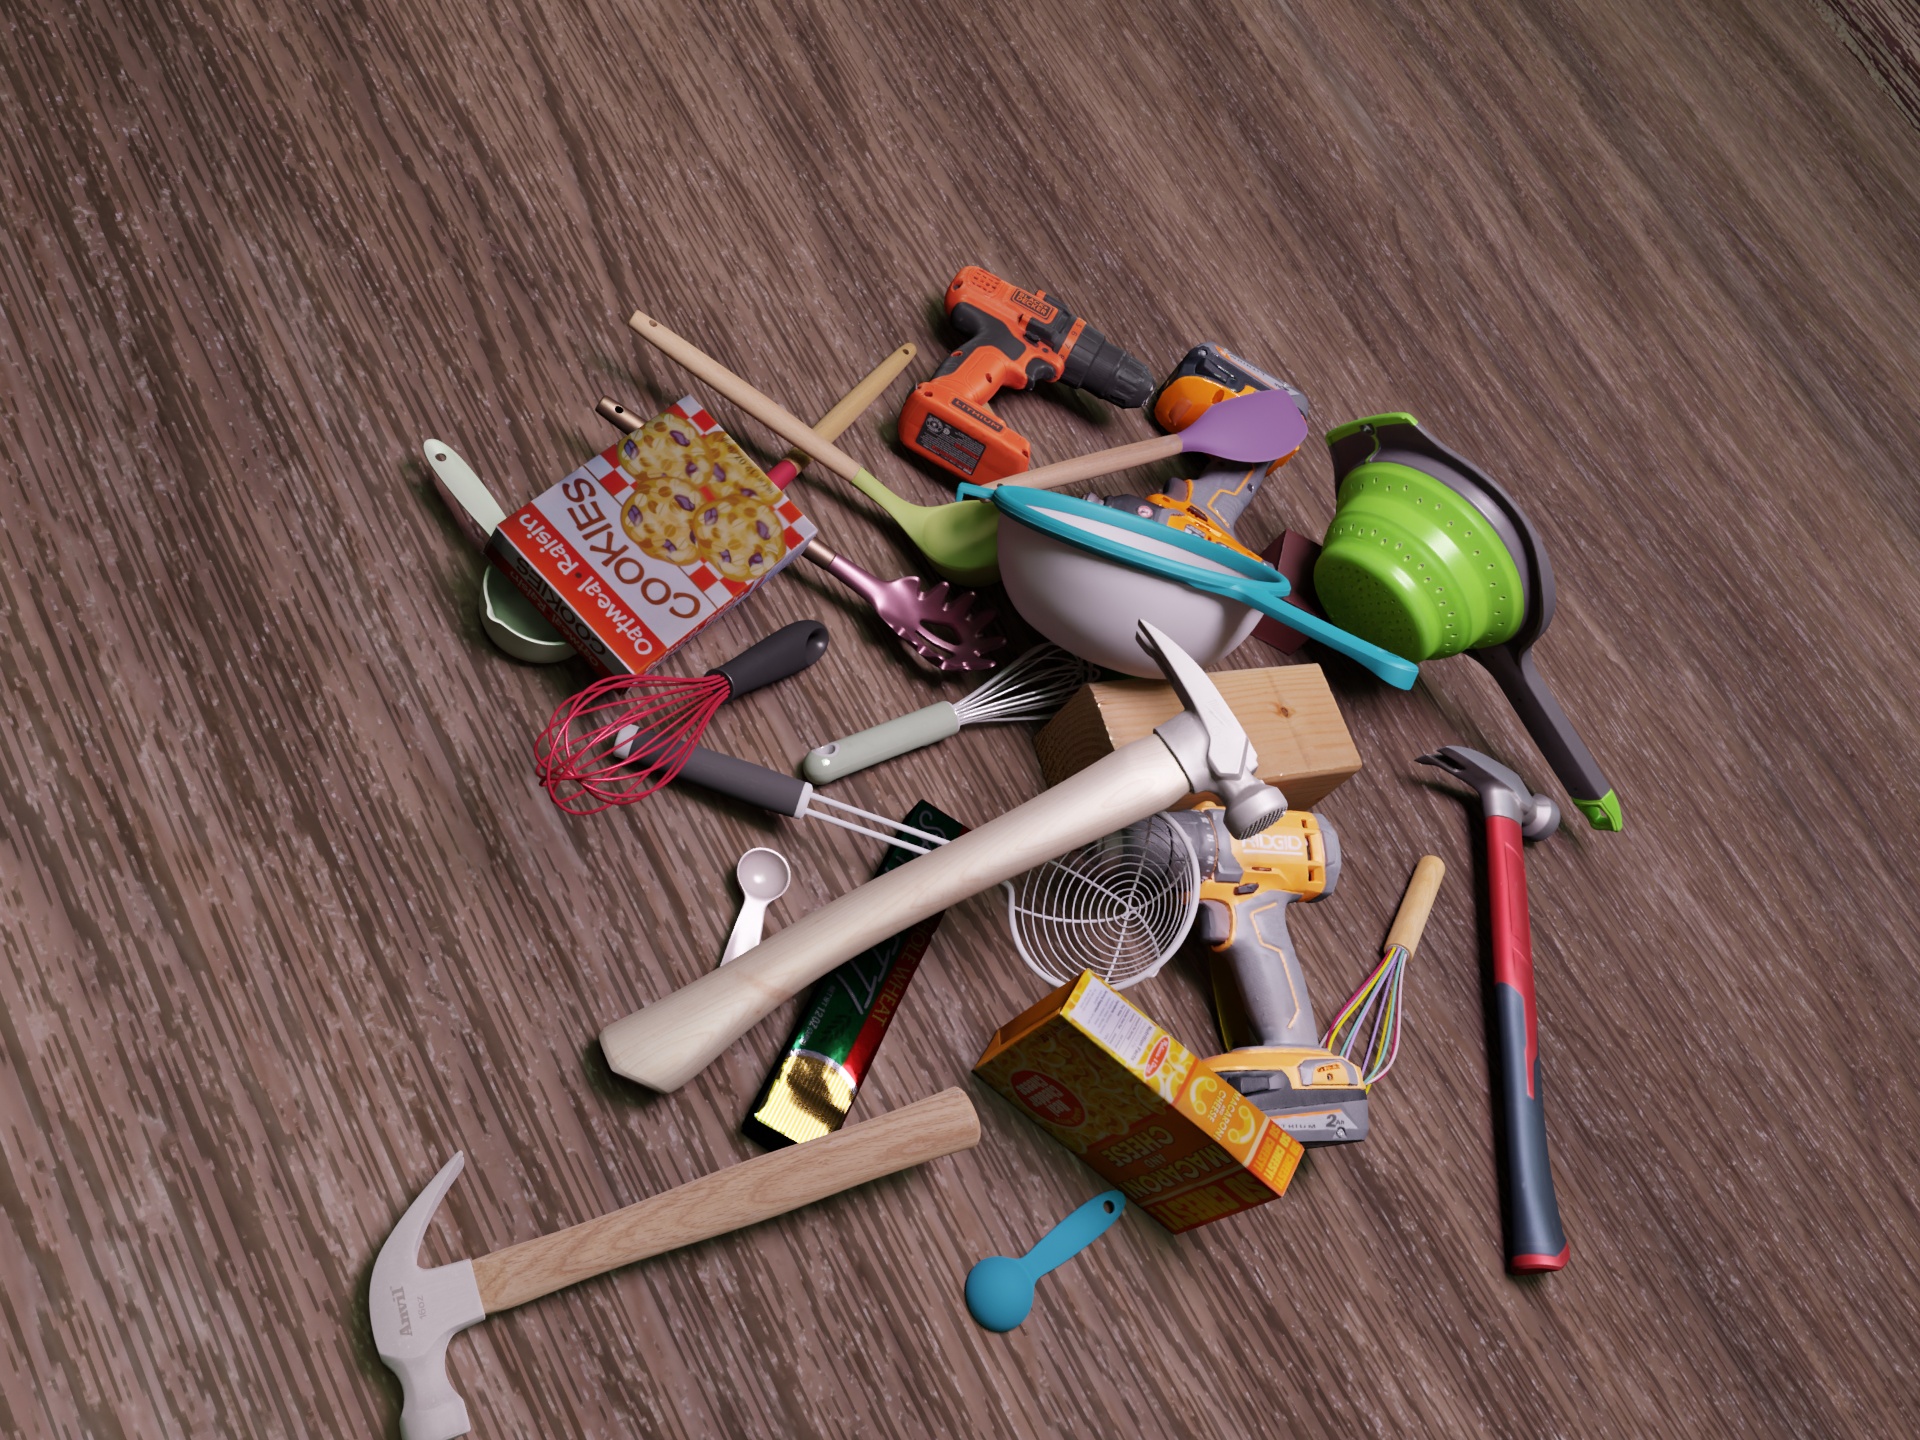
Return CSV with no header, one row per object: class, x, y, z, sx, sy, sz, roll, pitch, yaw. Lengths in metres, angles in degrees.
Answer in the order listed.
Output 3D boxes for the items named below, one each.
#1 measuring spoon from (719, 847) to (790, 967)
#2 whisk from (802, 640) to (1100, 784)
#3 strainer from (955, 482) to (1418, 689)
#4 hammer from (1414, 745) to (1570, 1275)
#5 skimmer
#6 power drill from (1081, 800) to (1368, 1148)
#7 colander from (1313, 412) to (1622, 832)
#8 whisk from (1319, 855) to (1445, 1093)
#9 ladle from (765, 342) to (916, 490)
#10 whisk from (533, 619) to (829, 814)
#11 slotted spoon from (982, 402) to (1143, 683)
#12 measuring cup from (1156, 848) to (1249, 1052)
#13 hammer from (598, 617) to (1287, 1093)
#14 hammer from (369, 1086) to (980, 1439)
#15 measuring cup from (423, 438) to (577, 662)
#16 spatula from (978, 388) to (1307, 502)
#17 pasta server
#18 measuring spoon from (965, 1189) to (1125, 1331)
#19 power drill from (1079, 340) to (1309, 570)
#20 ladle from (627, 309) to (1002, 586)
measuring spoon,-0.133,0.136,0.964,0.034,0.018,0.124,22,61,-15
whisk,-0.002,-0.003,1.094,0.246,0.059,0.058,-21,30,-31
strainer,0.148,-0.060,1.042,0.210,0.095,0.341,5,20,-41
hammer,0.398,0.204,1.169,0.143,0.038,0.387,26,54,-29
skimmer,-0.037,0.063,0.968,0.363,0.090,0.127,19,76,-3
power drill,0.172,0.163,1.042,0.185,0.084,0.226,6,69,-24
colander,0.385,-0.046,1.227,0.094,0.204,0.397,-41,104,-16
whisk,0.309,0.180,1.148,0.047,0.051,0.245,35,49,2
ladle,-0.112,-0.199,1.159,0.069,0.031,0.315,42,50,-6
whisk,-0.158,-0.014,0.965,0.073,0.073,0.296,47,31,4
slotted spoon,0.061,-0.153,1.222,0.070,0.031,0.314,-16,69,-31
measuring cup,0.172,0.163,1.103,0.062,0.029,0.157,-4,76,-27
hammer,-0.021,0.087,0.924,0.410,0.038,0.146,-27,70,-9
hammer,-0.143,0.259,0.847,0.331,0.031,0.130,-14,68,-24
measuring cup,-0.291,-0.106,1.006,0.083,0.038,0.168,-32,78,-37
spatula,0.146,-0.204,1.212,0.316,0.018,0.060,-18,77,-29
pasta server,-0.108,-0.127,1.079,0.316,0.040,0.060,34,60,-13
measuring spoon,0.057,0.316,0.949,0.128,0.021,0.042,-27,77,-35
power drill,0.188,-0.196,1.281,0.164,0.084,0.227,27,57,-9
ladle,-0.090,-0.196,1.121,0.320,0.062,0.078,34,46,-17
